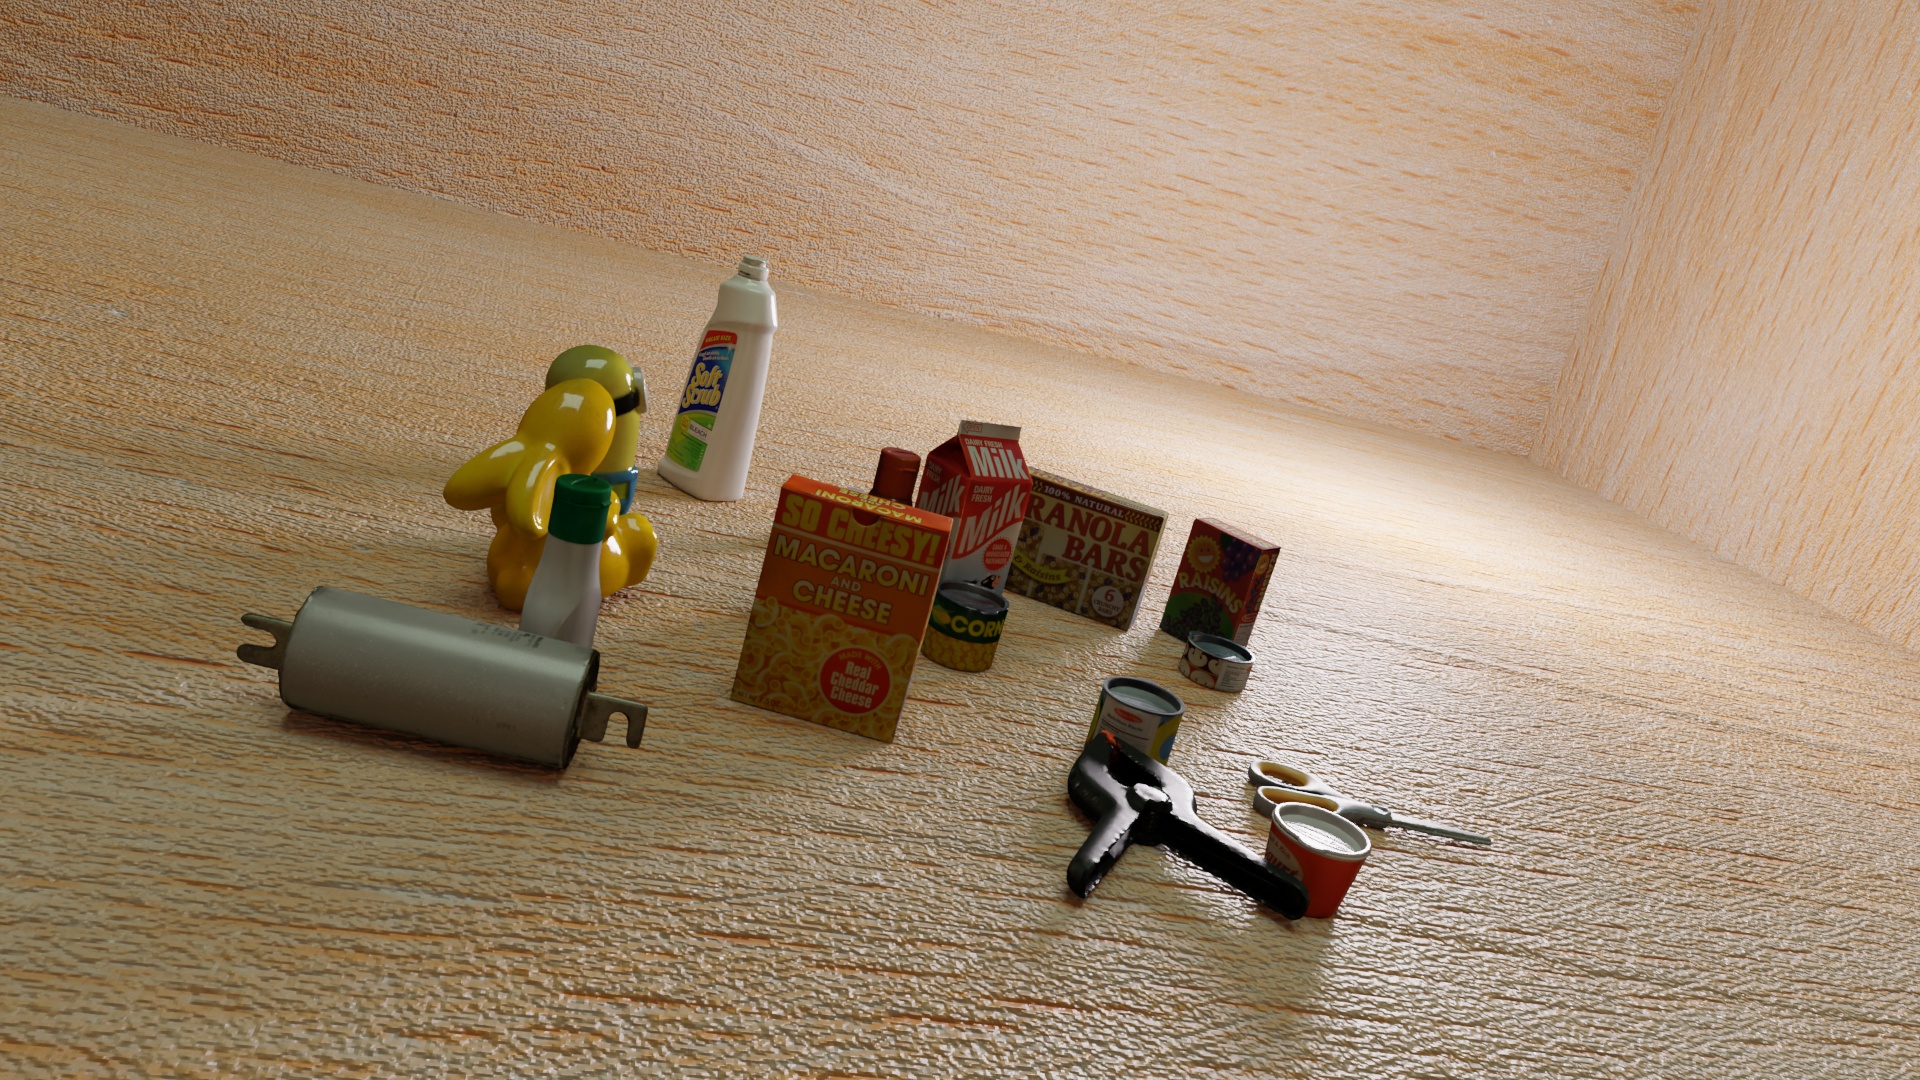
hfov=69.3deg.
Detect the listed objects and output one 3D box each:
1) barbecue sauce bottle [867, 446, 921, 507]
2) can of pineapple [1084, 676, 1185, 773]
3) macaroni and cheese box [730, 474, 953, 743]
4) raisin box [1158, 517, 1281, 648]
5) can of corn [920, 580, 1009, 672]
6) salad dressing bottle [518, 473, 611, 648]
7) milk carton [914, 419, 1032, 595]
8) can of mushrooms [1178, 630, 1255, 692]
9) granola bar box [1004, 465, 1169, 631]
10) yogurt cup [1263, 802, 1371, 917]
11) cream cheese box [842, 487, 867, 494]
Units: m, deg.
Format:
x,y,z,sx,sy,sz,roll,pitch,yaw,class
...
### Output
x,y,z,sx,sy,sz,roll,pitch,yaw,class
-0.070,-0.008,1.235,0.065,0.148,0.044,4,19,-35,barbecue sauce bottle
0.135,0.145,1.077,0.071,0.057,0.071,14,16,-4,can of pineapple
-0.085,0.050,0.997,0.124,0.166,0.040,15,16,-1,macaroni and cheese box
0.260,0.048,1.395,0.086,0.123,0.040,28,20,38,raisin box
0.004,0.074,1.190,0.071,0.058,0.071,14,16,-4,can of corn
-0.265,0.029,0.933,0.044,0.147,0.064,19,16,12,salad dressing bottle
0.004,-0.016,1.253,0.072,0.190,0.073,3,20,-38,milk carton
0.241,0.115,1.318,0.071,0.033,0.071,14,16,-4,can of mushrooms
0.112,0.005,1.401,0.166,0.123,0.039,19,16,12,granola bar box
0.236,0.217,0.938,0.072,0.053,0.072,14,16,-4,yogurt cup
-0.139,-0.023,1.391,0.024,0.053,0.104,26,19,32,cream cheese box
